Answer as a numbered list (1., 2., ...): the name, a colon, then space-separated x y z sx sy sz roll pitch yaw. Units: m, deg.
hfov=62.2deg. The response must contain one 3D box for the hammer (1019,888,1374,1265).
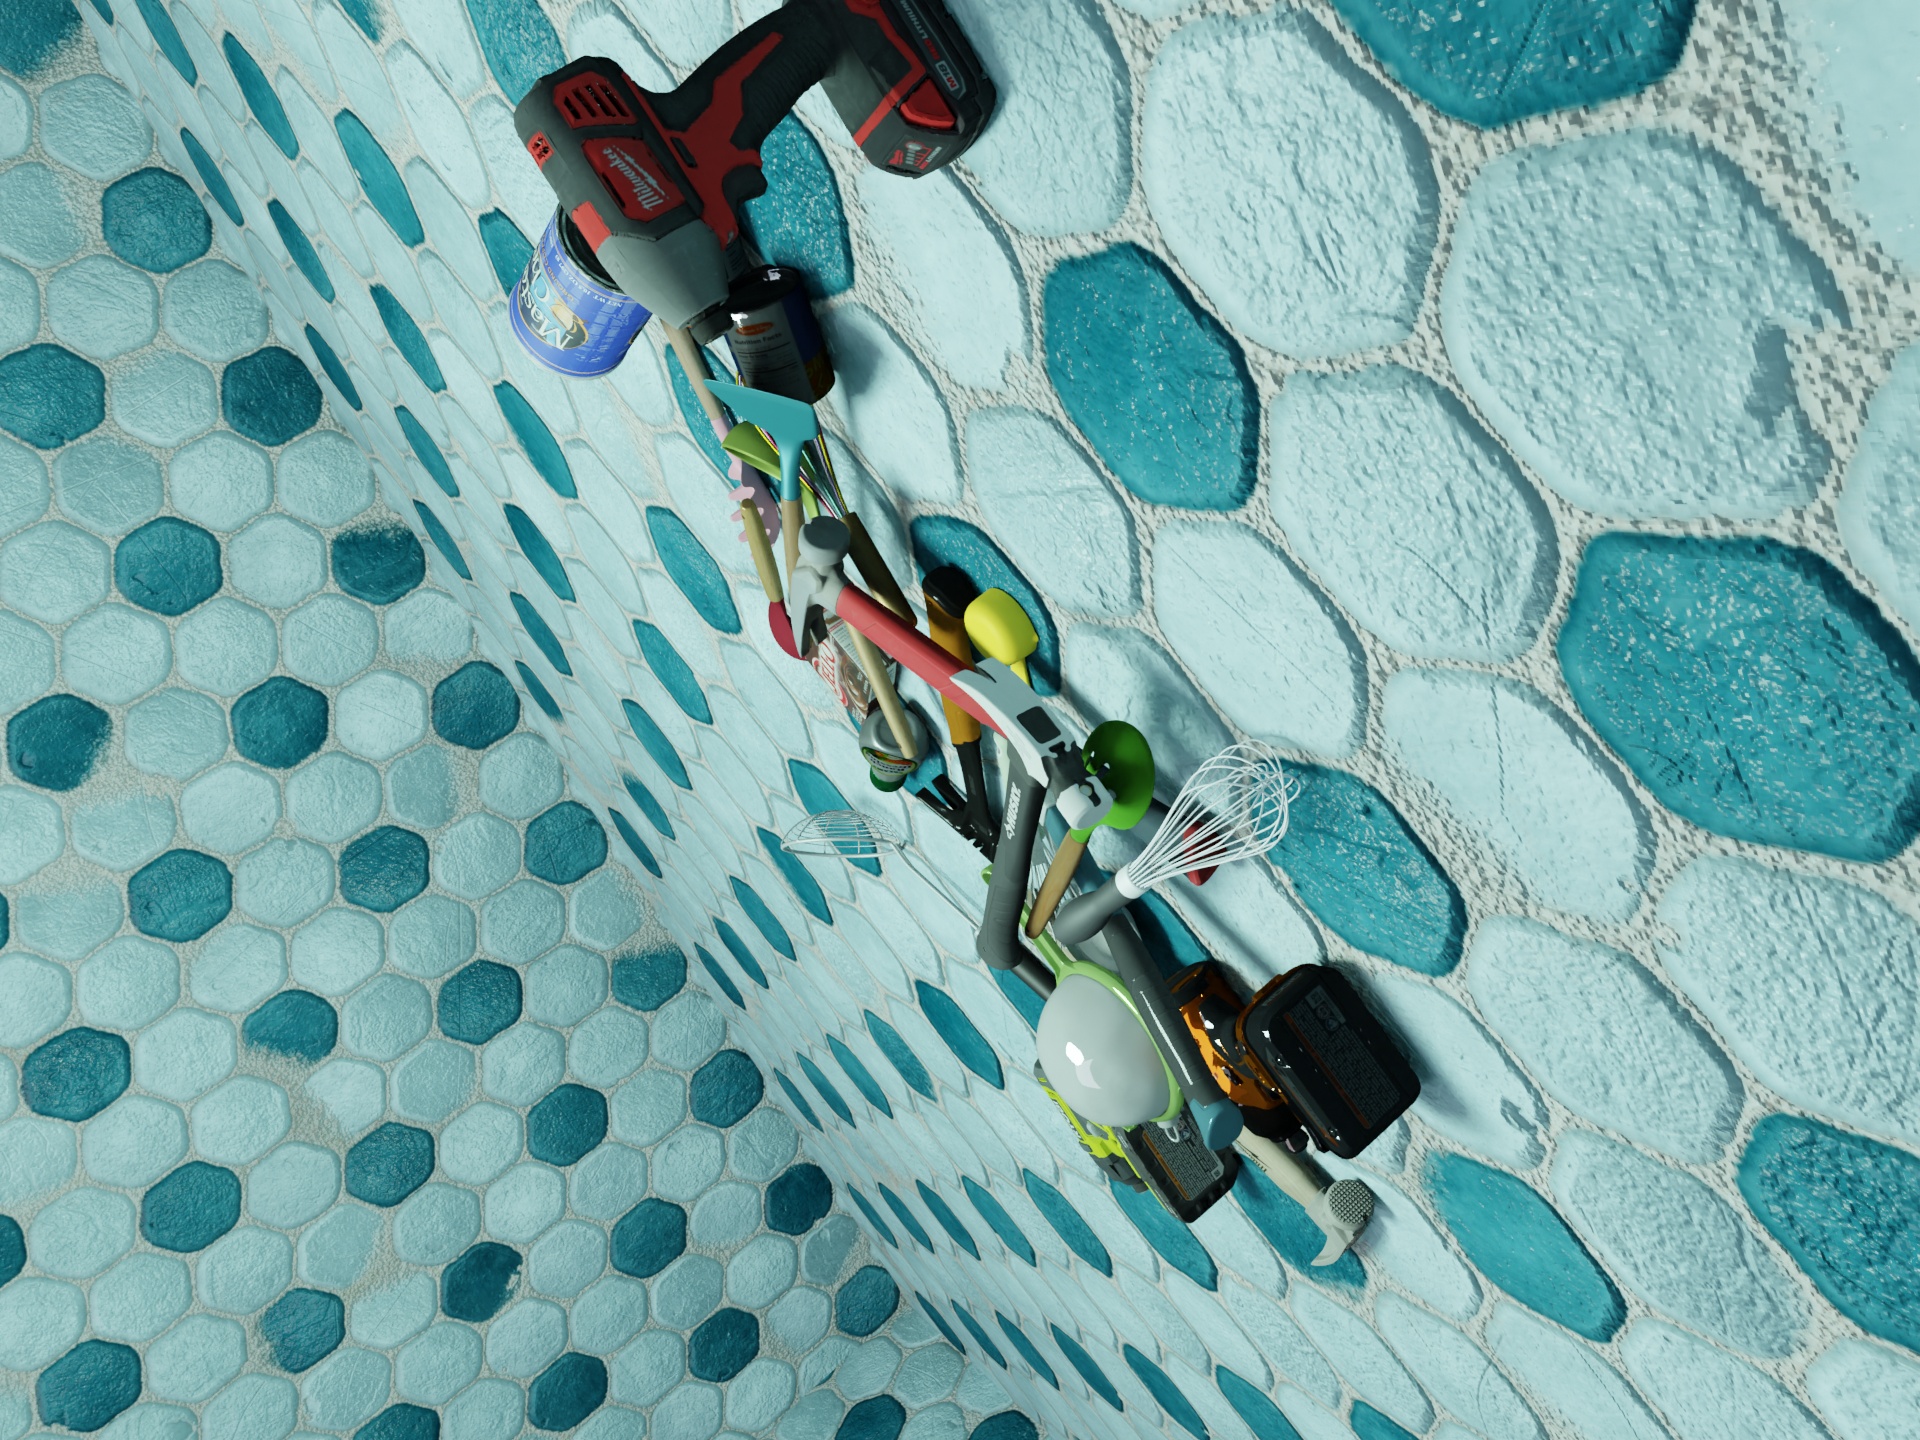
1. hammer: 0.187 0.301 1.389 0.411 0.038 0.146 44 158 26

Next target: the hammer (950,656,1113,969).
1. hammer: 0.037 0.091 1.161 0.146 0.035 0.334 54 158 27

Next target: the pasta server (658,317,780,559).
1. pasta server: -0.225 -0.280 1.353 0.060 0.040 0.316 38 155 61

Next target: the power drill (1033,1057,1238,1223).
1. power drill: 0.168 0.399 1.529 0.171 0.080 0.223 56 163 -7

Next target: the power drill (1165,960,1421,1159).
1. power drill: 0.235 0.253 1.155 0.164 0.084 0.226 54 163 -1

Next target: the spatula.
1. spatula: -0.133 -0.148 1.214 0.082 0.044 0.317 15 146 10

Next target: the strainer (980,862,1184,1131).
1. strainer: 0.079 0.236 1.313 0.256 0.069 0.151 54 153 12

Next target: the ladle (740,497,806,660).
1. ladle: -0.164 -0.120 1.399 0.069 0.031 0.315 53 170 16

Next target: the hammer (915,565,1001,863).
1. hammer: -0.002 -0.004 1.316 0.127 0.034 0.336 39 154 31

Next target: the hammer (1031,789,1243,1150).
1. hammer: 0.119 0.161 1.182 0.128 0.033 0.331 96 152 -57

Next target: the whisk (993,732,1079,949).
1. whisk: 0.062 0.102 1.332 0.058 0.059 0.246 -111 6 -55

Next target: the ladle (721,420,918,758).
1. ladle: -0.108 -0.102 1.317 0.078 0.062 0.320 27 142 63

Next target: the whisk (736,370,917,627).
1. whisk: -0.098 -0.176 1.219 0.245 0.047 0.051 60 168 -5

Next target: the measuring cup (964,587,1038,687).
1. measuring cup: 0.034 -0.031 1.199 0.062 0.029 0.156 36 150 39

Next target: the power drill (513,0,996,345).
1. power drill: -0.098 -0.294 0.808 0.143 0.219 0.078 57 159 -9

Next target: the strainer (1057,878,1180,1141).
1. strainer: 0.142 0.238 1.323 0.087 0.050 0.258 -6 108 46

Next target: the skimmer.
1. skimmer: -0.036 0.203 1.630 0.364 0.090 0.127 38 -173 29

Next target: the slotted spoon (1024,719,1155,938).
1. slotted spoon: 0.081 0.094 1.140 0.313 0.031 0.070 107 141 -59

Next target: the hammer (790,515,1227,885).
1. hammer: 0.026 0.002 1.173 0.386 0.038 0.143 37 148 17

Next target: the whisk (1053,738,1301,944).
1. whisk: 0.133 0.093 1.062 0.070 0.070 0.284 51 143 6
